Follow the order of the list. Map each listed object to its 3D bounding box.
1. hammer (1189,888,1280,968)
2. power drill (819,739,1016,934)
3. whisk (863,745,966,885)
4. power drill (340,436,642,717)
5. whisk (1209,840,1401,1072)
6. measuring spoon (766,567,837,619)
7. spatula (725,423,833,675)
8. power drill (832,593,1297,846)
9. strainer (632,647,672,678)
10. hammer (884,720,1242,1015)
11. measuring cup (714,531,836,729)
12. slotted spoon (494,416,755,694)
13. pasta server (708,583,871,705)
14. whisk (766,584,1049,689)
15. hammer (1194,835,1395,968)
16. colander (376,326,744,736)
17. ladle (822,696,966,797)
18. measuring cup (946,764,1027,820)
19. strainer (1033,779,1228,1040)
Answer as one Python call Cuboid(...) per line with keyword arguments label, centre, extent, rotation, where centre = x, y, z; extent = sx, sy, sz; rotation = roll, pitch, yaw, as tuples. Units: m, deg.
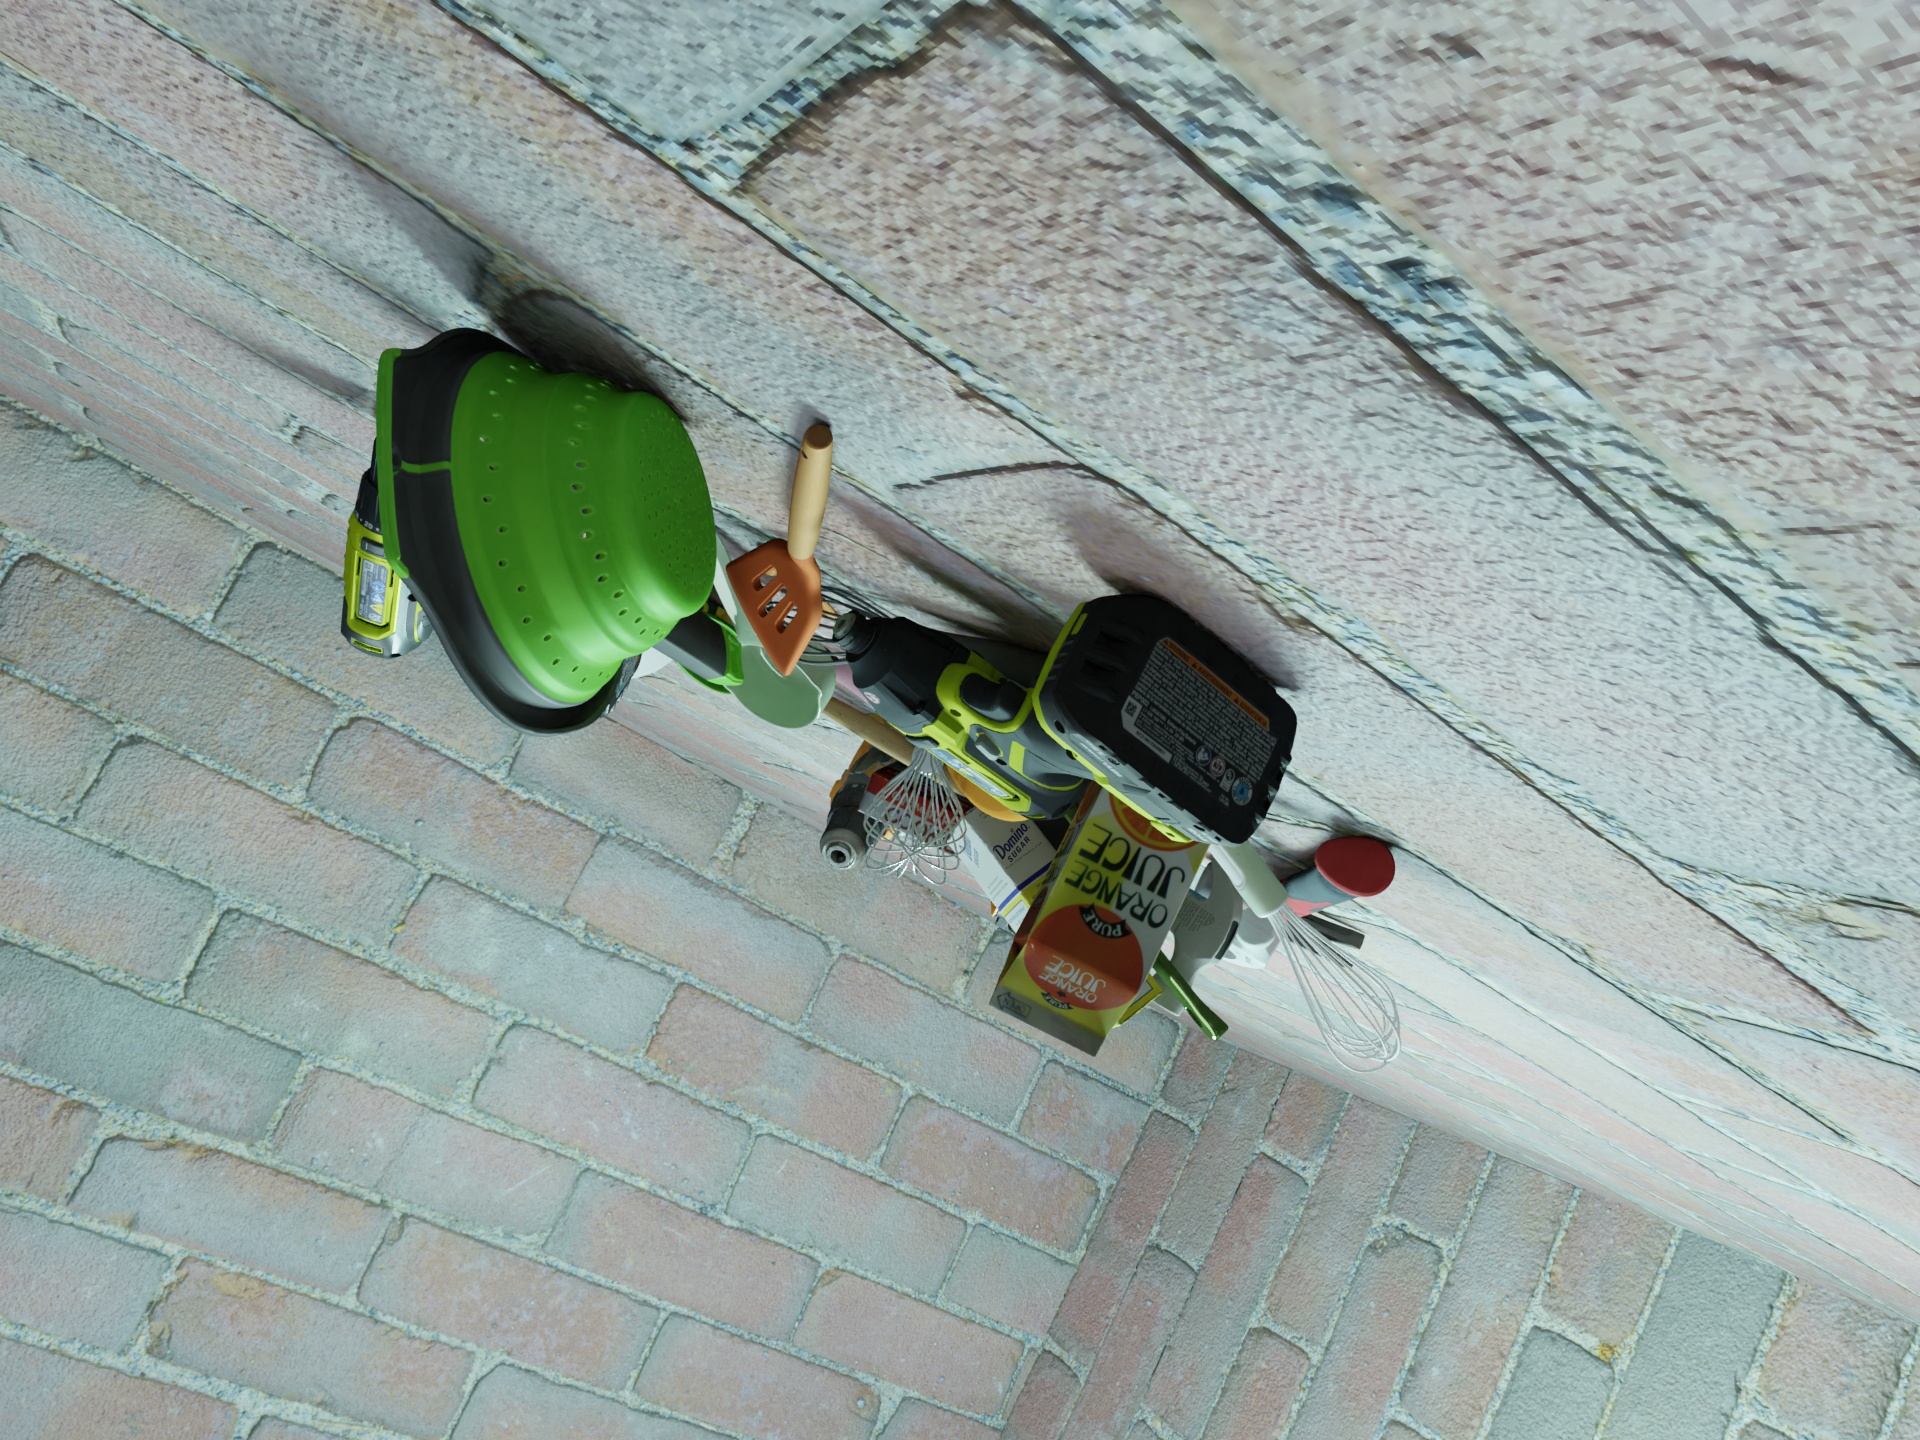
Cuboid(label="hammer", centre=(0.104, 0.094, 1.248), extent=(0.331, 0.033, 0.128), rotation=(32, 169, 21))
Cuboid(label="power drill", centre=(-0.015, 0.111, 1.442), extent=(0.226, 0.084, 0.185), rotation=(26, -151, 0))
Cuboid(label="whisk", centre=(-0.024, 0.035, 1.079), extent=(0.070, 0.070, 0.285), rotation=(28, -162, -7))
Cuboid(label="power drill", centre=(-0.350, -0.110, 1.197), extent=(0.228, 0.190, 0.080), rotation=(20, -146, -2))
Cuboid(label="whisk", centre=(0.204, 0.125, 1.019), extent=(0.246, 0.059, 0.058), rotation=(52, 158, -6))
Cuboid(label="measuring spoon", centre=(-0.106, -0.084, 1.047), extent=(0.021, 0.011, 0.116), rotation=(23, 172, 21))
Cuboid(label="spatula", centre=(-0.092, -0.095, 0.853), extent=(0.081, 0.041, 0.322), rotation=(61, 168, 4))
Cuboid(label="power drill", centre=(0.043, -0.004, 0.808), extent=(0.171, 0.080, 0.223), rotation=(36, 163, -29))
Cuboid(label="strainer", centre=(-0.321, -0.082, 1.395), extent=(0.211, 0.095, 0.340), rotation=(26, 169, 3))
Cuboid(label="hammer", centre=(0.069, 0.075, 1.201), extent=(0.331, 0.130, 0.031), rotation=(34, -179, 29))
Cuboid(label="measuring cup", centre=(-0.133, -0.069, 1.063), extent=(0.083, 0.038, 0.167), rotation=(4, 131, 30))
Cuboid(label="slotted spoon", centre=(-0.233, -0.117, 1.052), extent=(0.070, 0.031, 0.313), rotation=(-6, 144, 30))
Cuboid(label="pasta server", centre=(-0.145, -0.084, 1.112), extent=(0.316, 0.040, 0.060), rotation=(32, 180, -2))
Cuboid(label="whisk", centre=(-0.030, -0.044, 0.960), extent=(0.239, 0.055, 0.055), rotation=(15, 166, 34))
Cuboid(label="hammer", centre=(0.262, 0.130, 1.139), extent=(0.143, 0.038, 0.386), rotation=(24, 171, 5))
Cuboid(label="colander", centre=(-0.162, -0.083, 0.860), extent=(0.094, 0.205, 0.396), rotation=(-10, 166, 12))
Cuboid(label="ladle", centre=(-0.089, -0.005, 1.236), extent=(0.316, 0.031, 0.069), rotation=(30, 180, 38))
Cuboid(label="measuring cup", centre=(-0.002, -0.003, 1.000), extent=(0.174, 0.052, 0.095), rotation=(35, 140, 24))
Cuboid(label="strainer", centre=(0.117, 0.100, 1.094), extent=(0.256, 0.069, 0.151), rotation=(52, 167, 1))
